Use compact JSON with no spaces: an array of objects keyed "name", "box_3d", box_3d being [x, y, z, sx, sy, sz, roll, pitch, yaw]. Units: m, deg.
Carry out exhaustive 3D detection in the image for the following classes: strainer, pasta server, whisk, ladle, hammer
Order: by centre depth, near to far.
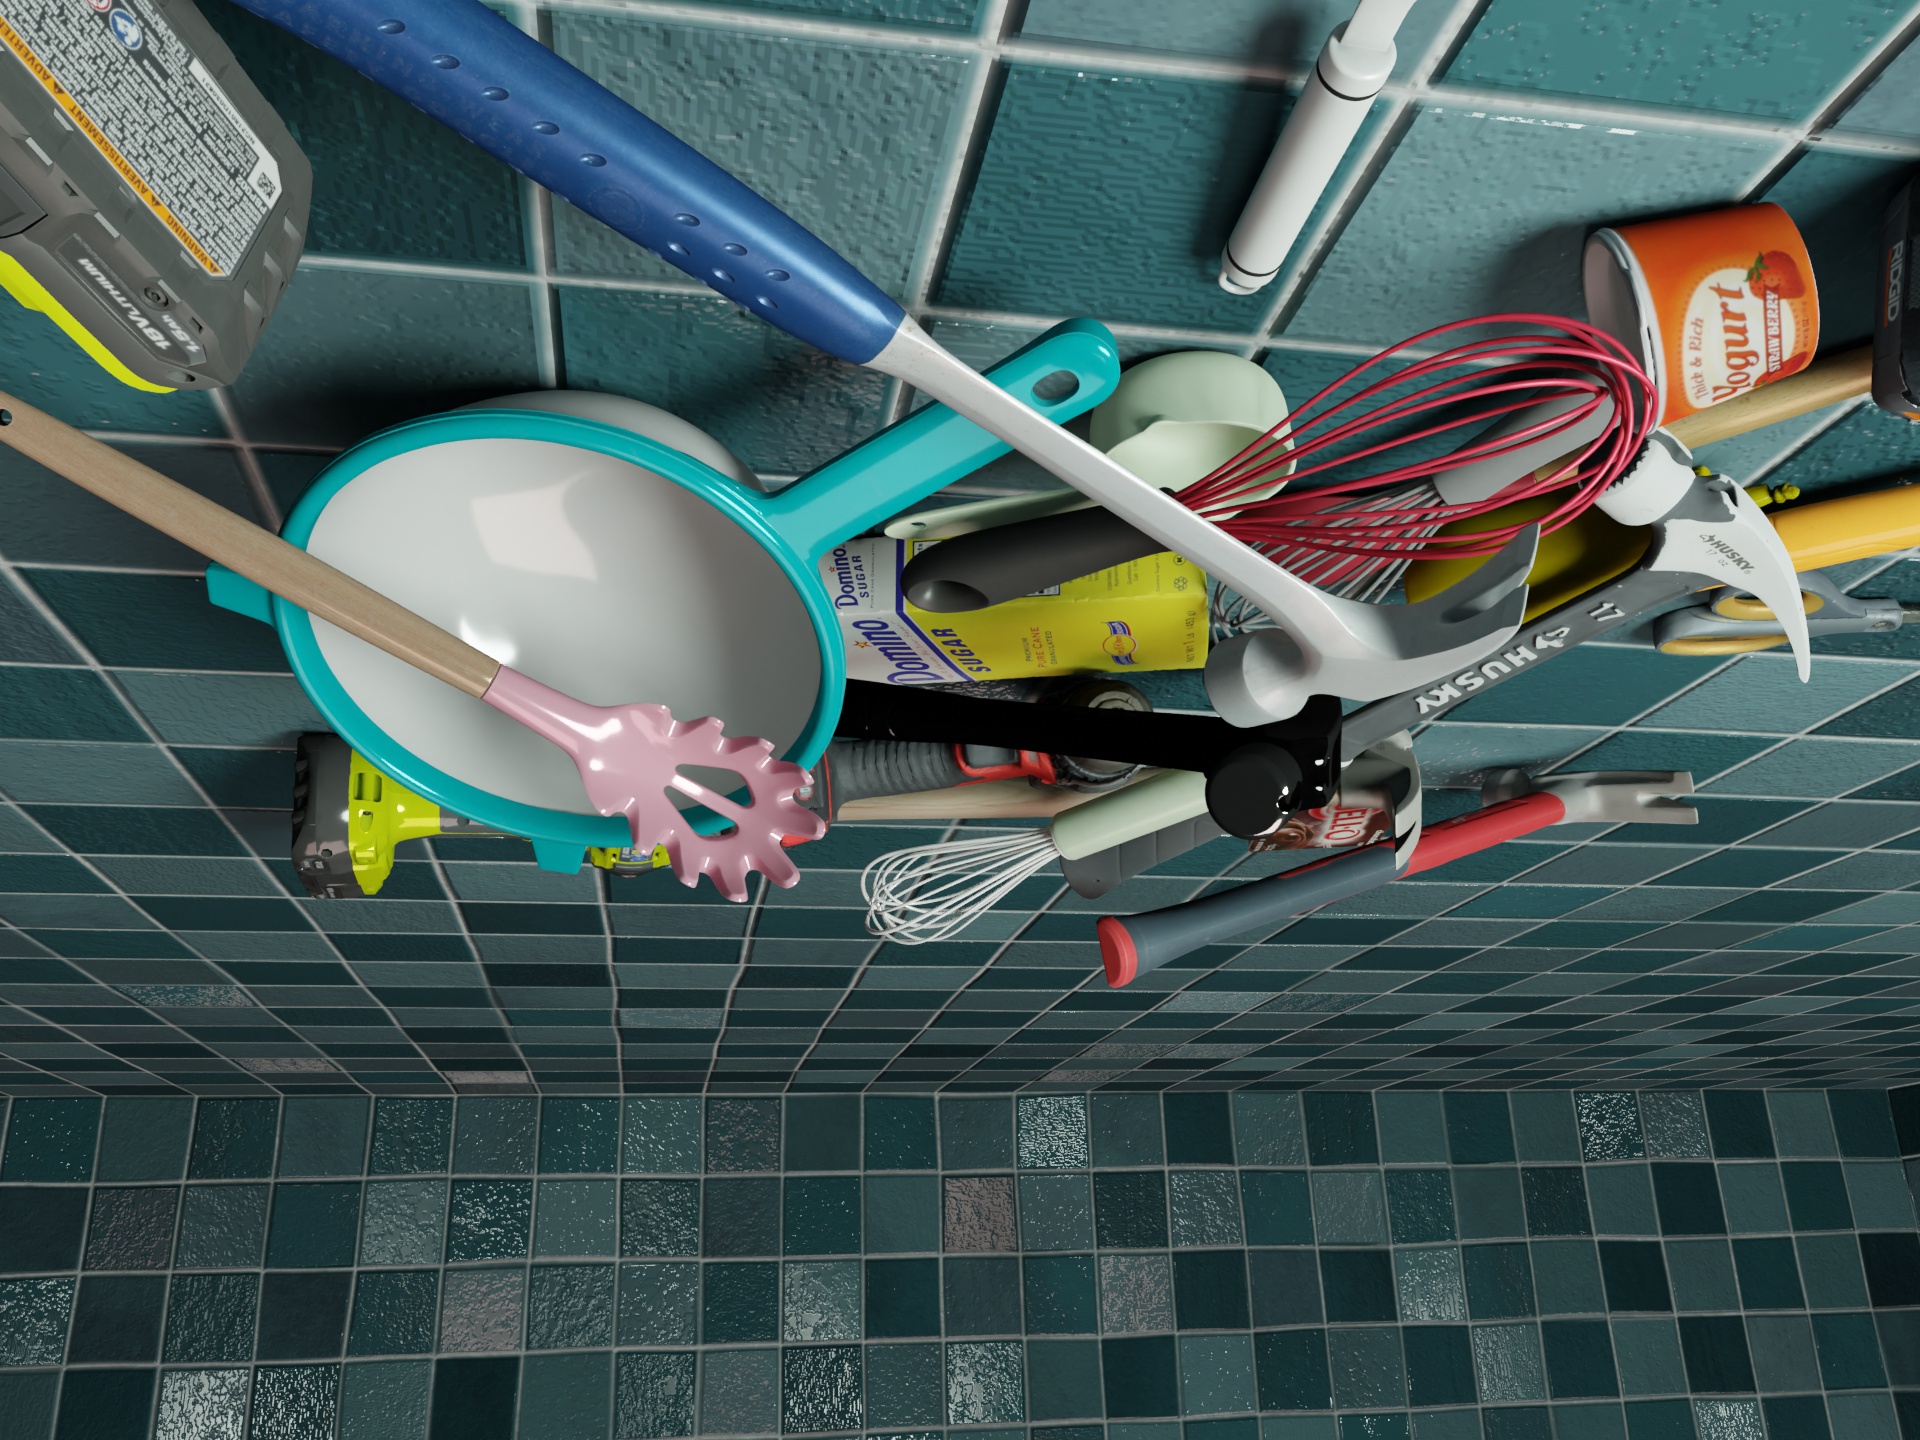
[{"name":"strainer","box_3d":[0.104,-0.178,0.411,0.087,0.050,0.258,6,165,-5]},{"name":"hammer","box_3d":[-0.010,-0.104,0.444,0.405,0.035,0.144,28,157,-25]},{"name":"pasta server","box_3d":[-0.188,-0.027,0.556,0.316,0.060,0.040,31,174,-21]},{"name":"whisk","box_3d":[0.091,-0.075,0.559,0.296,0.073,0.073,-11,159,39]},{"name":"strainer","box_3d":[-0.093,-0.077,0.593,0.340,0.095,0.210,-25,127,23]},{"name":"whisk","box_3d":[0.190,-0.088,0.614,0.055,0.055,0.239,16,142,-40]},{"name":"ladle","box_3d":[0.257,-0.107,0.636,0.315,0.031,0.069,-16,152,31]},{"name":"hammer","box_3d":[0.423,-0.091,0.648,0.337,0.034,0.127,-12,165,34]},{"name":"hammer","box_3d":[-0.001,-0.002,0.684,0.335,0.035,0.146,6,-165,27]},{"name":"hammer","box_3d":[0.188,0.007,0.747,0.149,0.036,0.409,29,141,-25]},{"name":"whisk","box_3d":[0.046,0.060,0.790,0.246,0.059,0.057,-24,111,31]},{"name":"hammer","box_3d":[0.244,0.082,0.900,0.386,0.038,0.143,-13,-175,-31]},{"name":"hammer","box_3d":[0.058,0.046,0.936,0.410,0.038,0.146,-2,-161,13]}]

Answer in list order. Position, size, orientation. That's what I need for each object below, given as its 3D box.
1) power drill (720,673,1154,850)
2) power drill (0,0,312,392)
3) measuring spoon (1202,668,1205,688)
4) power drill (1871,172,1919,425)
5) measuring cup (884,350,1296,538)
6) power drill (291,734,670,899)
[{"name":"power drill","box_3d":[-0.010,0.017,0.812,0.226,0.080,0.188,-7,177,-1]},{"name":"power drill","box_3d":[-0.295,-0.123,0.421,0.228,0.080,0.190,-9,141,19]},{"name":"measuring spoon","box_3d":[0.188,-0.037,0.841,0.128,0.021,0.042,-8,160,-8]},{"name":"power drill","box_3d":[0.362,-0.136,0.414,0.185,0.084,0.226,13,170,-25]},{"name":"measuring cup","box_3d":[0.045,-0.102,0.617,0.167,0.038,0.083,-9,159,24]},{"name":"power drill","box_3d":[-0.286,0.063,0.985,0.223,0.080,0.171,1,160,-15]}]
